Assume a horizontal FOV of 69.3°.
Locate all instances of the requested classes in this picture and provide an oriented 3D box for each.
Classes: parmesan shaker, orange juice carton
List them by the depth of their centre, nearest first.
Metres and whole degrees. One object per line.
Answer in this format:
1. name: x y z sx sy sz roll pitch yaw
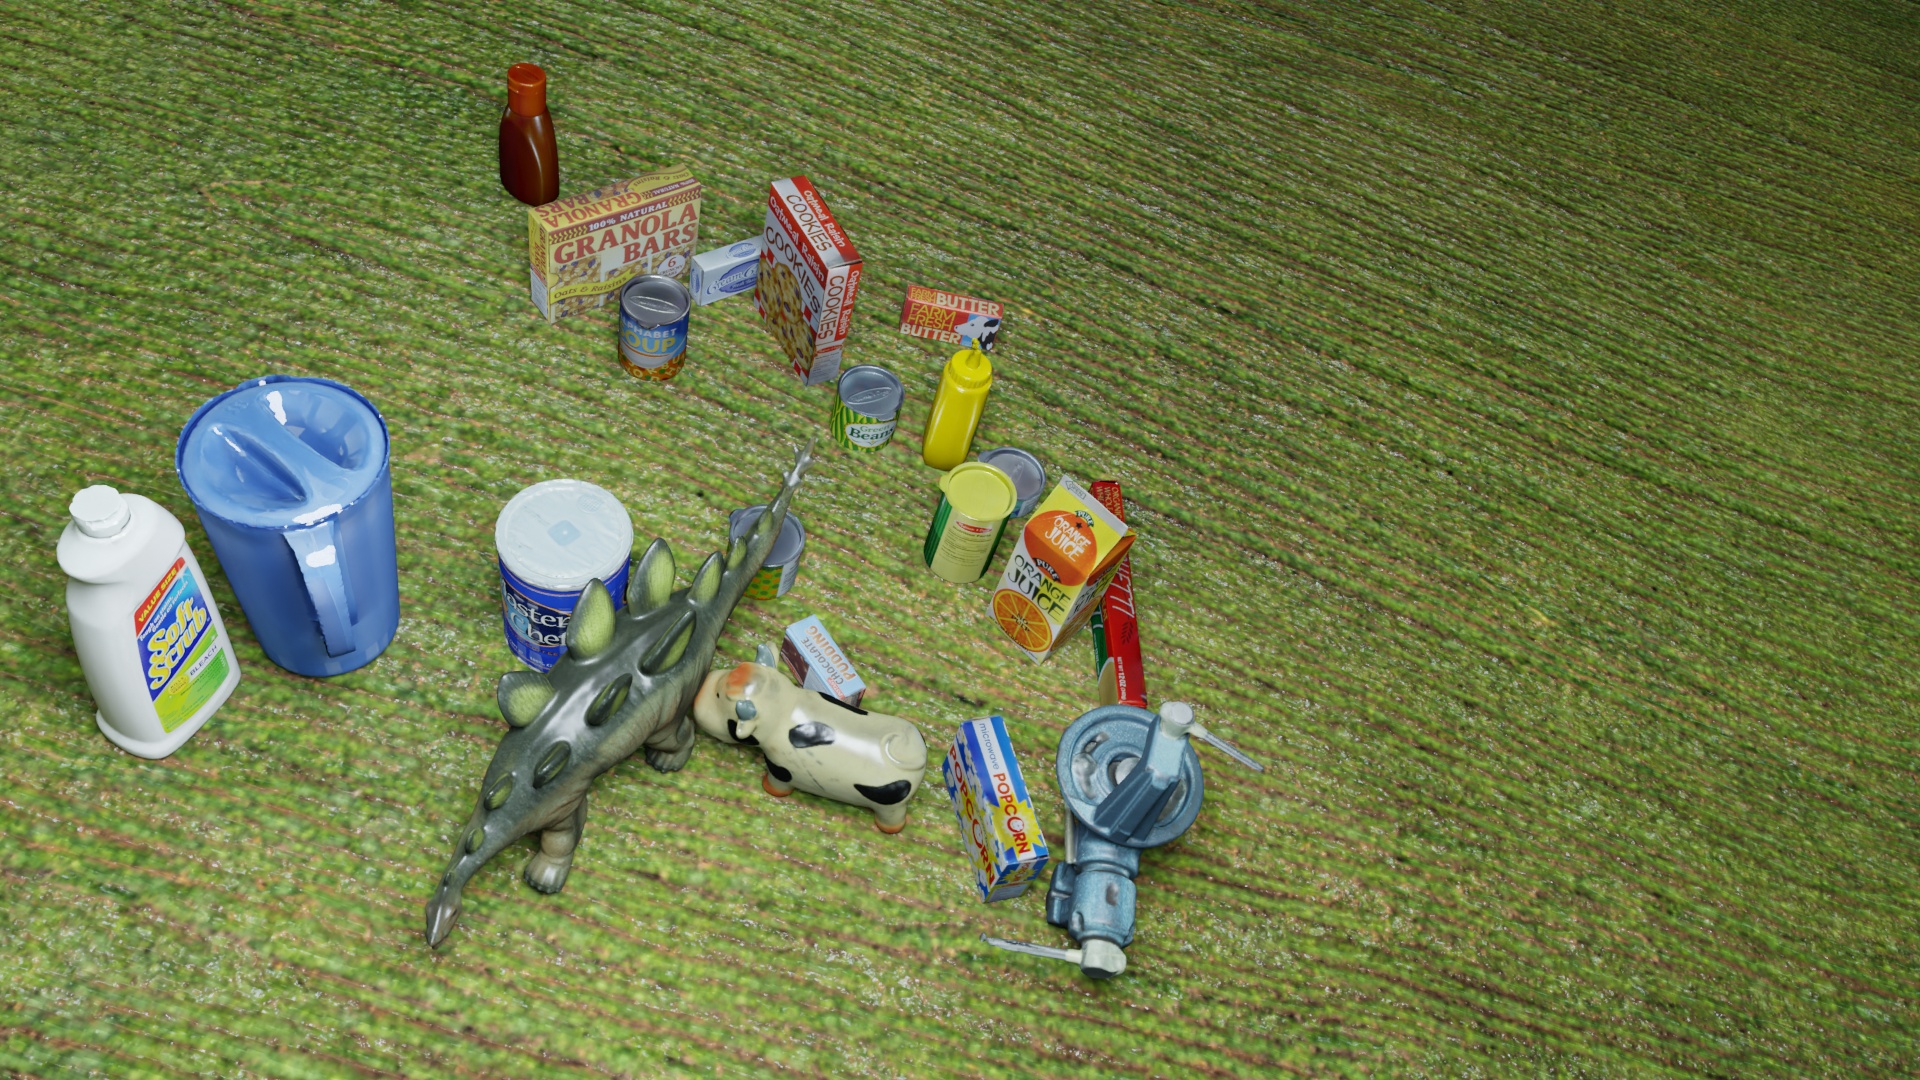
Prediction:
1. orange juice carton: 0.091 0.021 1.213 0.072 0.191 0.073 42 55 15
2. parmesan shaker: 0.005 -0.016 1.272 0.071 0.102 0.071 8 54 -10

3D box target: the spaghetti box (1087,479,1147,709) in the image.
1. spaghetti box: 0.140 0.055 1.292 0.029 0.050 0.251 6 54 -12

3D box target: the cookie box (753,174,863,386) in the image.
1. cookie box: -0.151 -0.253 1.359 0.040 0.166 0.123 -20 63 -27

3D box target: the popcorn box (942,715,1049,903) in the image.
1. popcorn box: 0.026 0.217 1.122 0.038 0.084 0.127 -7 57 -20

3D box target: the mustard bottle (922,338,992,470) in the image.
1. mustard bottle: 0.000 -0.133 1.319 0.049 0.159 0.065 13 53 -6

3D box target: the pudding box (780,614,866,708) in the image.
1. pudding box: -0.118 0.110 1.181 0.030 0.049 0.084 -26 65 -29

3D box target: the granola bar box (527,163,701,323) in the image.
1. granola bar box: -0.337 -0.291 1.362 0.166 0.123 0.039 -28 66 -30

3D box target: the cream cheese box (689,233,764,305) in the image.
1. cream cheese box: -0.228 -0.281 1.429 0.104 0.053 0.024 -26 66 -29

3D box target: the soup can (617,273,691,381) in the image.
1. soup can: -0.296 -0.202 1.335 0.071 0.083 0.072 8 54 -10

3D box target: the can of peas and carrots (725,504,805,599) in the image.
1. can of peas and carrots: -0.176 0.010 1.231 0.071 0.058 0.071 8 54 -10

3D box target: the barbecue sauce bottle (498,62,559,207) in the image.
1. barbecue sauce bottle: -0.437 -0.411 1.405 0.065 0.147 0.044 34 54 10

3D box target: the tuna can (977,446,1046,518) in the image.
1. tuna can: 0.046 -0.058 1.358 0.071 0.032 0.071 8 54 -10

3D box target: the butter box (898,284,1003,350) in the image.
1. butter box: -0.010 -0.233 1.456 0.103 0.052 0.024 10 53 -8

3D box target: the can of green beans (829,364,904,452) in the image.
1. can of green beans: -0.092 -0.128 1.355 0.071 0.057 0.071 8 54 -10
